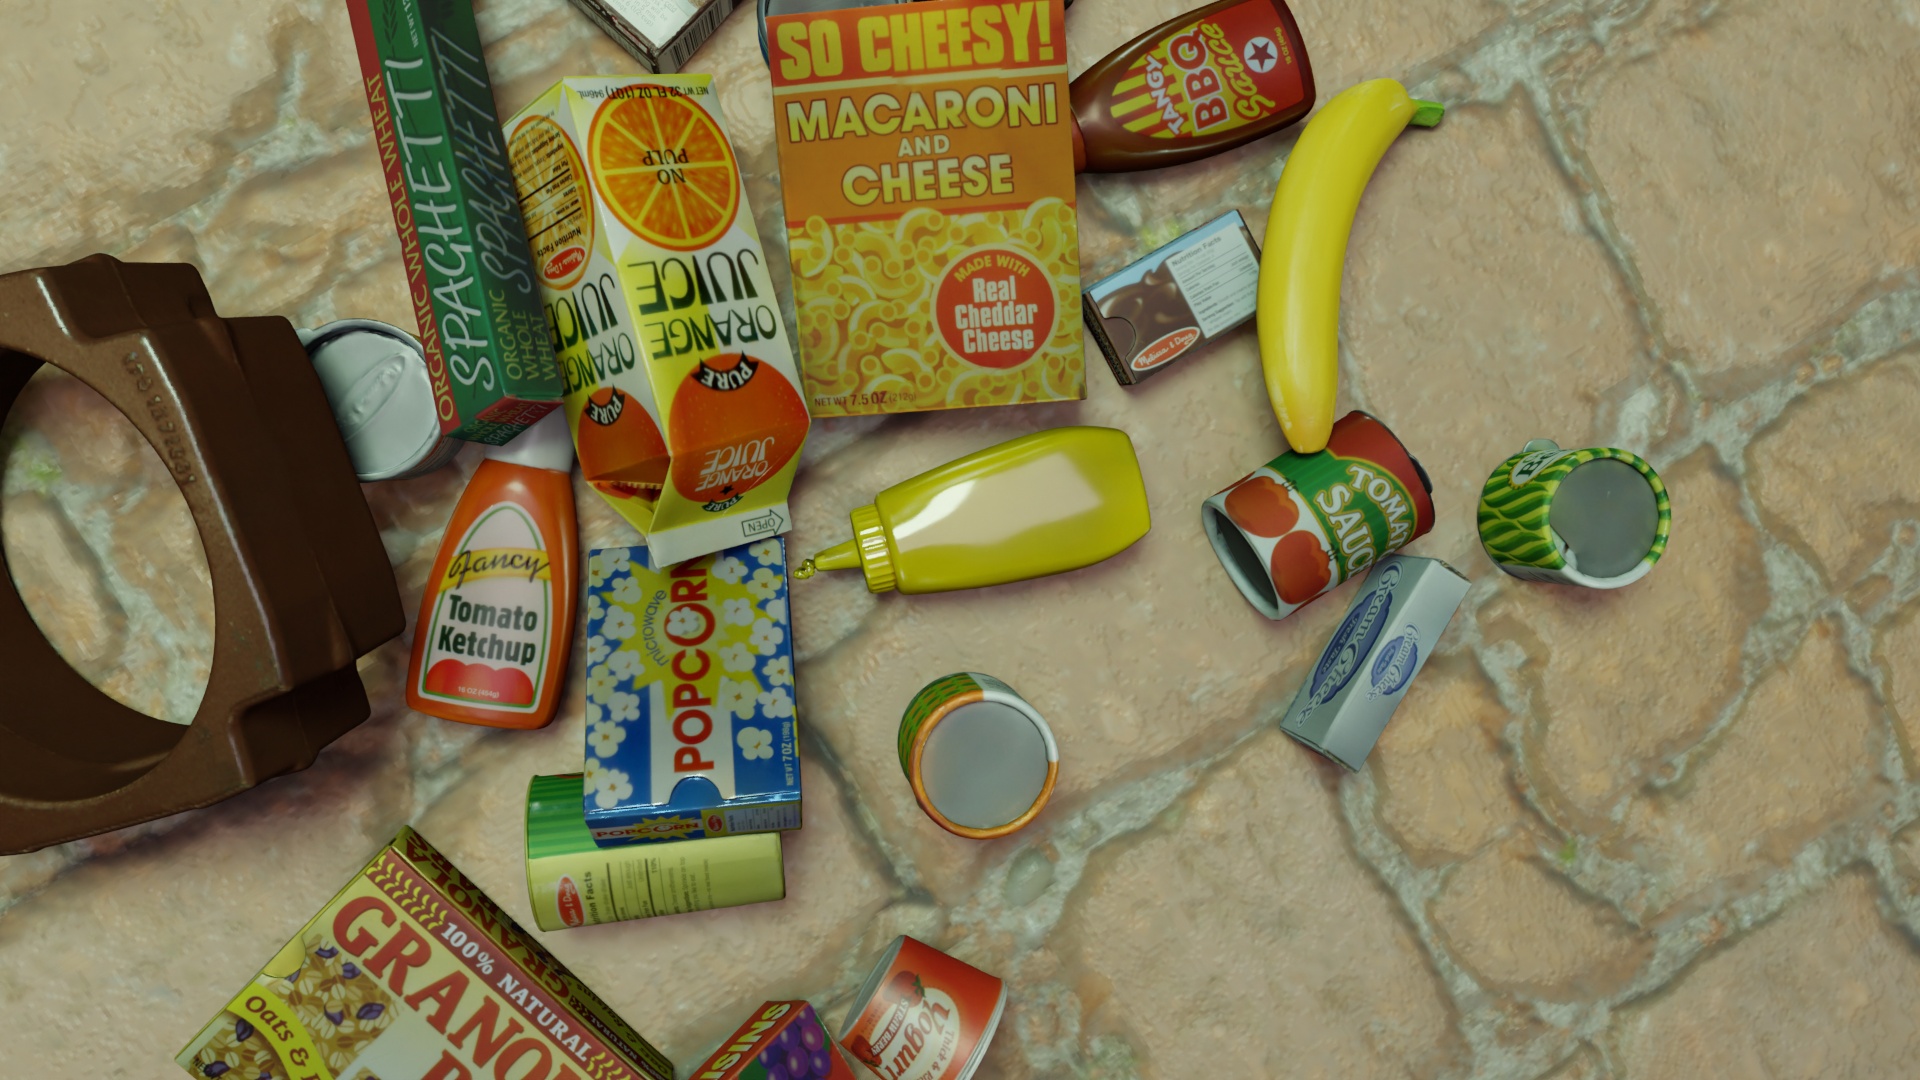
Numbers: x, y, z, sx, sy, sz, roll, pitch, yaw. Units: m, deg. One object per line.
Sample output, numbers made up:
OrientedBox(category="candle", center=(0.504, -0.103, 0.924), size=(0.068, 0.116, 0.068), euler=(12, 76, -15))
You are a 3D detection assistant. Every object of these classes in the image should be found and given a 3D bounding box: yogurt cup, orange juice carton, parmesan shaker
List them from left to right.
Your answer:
OrientedBox(category="parmesan shaker", center=(-0.130, 0.131, 0.604), size=(0.103, 0.071, 0.071), euler=(-5, 93, -9))
OrientedBox(category="orange juice carton", center=(-0.124, -0.088, 0.580), size=(0.072, 0.073, 0.192), euler=(-19, 95, -43))
OrientedBox(category="yogurt cup", center=(-0.018, 0.214, 0.622), size=(0.054, 0.072, 0.072), euler=(33, 87, 0))

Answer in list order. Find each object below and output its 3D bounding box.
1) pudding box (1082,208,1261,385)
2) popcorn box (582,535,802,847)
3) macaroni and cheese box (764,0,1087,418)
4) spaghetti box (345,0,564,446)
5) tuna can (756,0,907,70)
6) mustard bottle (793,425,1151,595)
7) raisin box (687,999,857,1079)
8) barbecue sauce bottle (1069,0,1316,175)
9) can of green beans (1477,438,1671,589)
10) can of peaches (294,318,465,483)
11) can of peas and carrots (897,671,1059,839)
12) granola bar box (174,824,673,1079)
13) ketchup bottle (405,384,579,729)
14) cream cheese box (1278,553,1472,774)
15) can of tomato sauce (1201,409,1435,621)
OrientedBox(category="pudding box", center=(0.101, -0.113, 0.645), size=(0.084, 0.030, 0.049), euler=(-30, 97, -6))
OrientedBox(category="popcorn box", center=(-0.112, 0.061, 0.585), size=(0.085, 0.038, 0.127), euler=(-3, 57, -8))
OrientedBox(category="macaroni and cheese box", center=(-0.012, -0.141, 0.594), size=(0.124, 0.040, 0.166), euler=(-3, 106, 4))
OrientedBox(category="spaghetti box", center=(-0.211, -0.163, 0.563), size=(0.029, 0.050, 0.250), euler=(-5, 76, -51))
OrientedBox(category="tuna can", center=(-0.058, -0.232, 0.618), size=(0.071, 0.033, 0.071), euler=(0, 92, -8))
OrientedBox(category="mustard bottle", center=(0.002, -0.008, 0.625), size=(0.160, 0.049, 0.065), euler=(-14, 93, -7))
OrientedBox(category="raisin box", center=(-0.072, 0.279, 0.607), size=(0.086, 0.040, 0.123), euler=(-36, 98, -44))
OrientedBox(category="barbecue sauce bottle", center=(0.083, -0.198, 0.633), size=(0.149, 0.043, 0.065), euler=(-22, 96, -6))
OrientedBox(category="can of green beans", center=(0.291, -0.011, 0.661), size=(0.071, 0.058, 0.071), euler=(0, 92, -8))
OrientedBox(category="can of peaches", center=(-0.246, -0.059, 0.584), size=(0.071, 0.058, 0.071), euler=(0, 92, -7))
OrientedBox(category="can of peas and carrots", center=(0.005, 0.098, 0.623), size=(0.071, 0.059, 0.071), euler=(0, 92, -8))
OrientedBox(category="granola bar box", center=(-0.228, 0.227, 0.604), size=(0.165, 0.039, 0.124), euler=(45, 85, -7))
OrientedBox(category="ketchup bottle", center=(-0.194, 0.004, 0.600), size=(0.065, 0.043, 0.148), euler=(11, 90, -9))
OrientedBox(category="cream cheese box", center=(0.193, 0.055, 0.651), size=(0.024, 0.053, 0.104), euler=(33, 87, -10))
OrientedBox(category="can of tomato sauce", center=(0.164, -0.010, 0.637), size=(0.083, 0.071, 0.071), euler=(-30, 96, -5))
